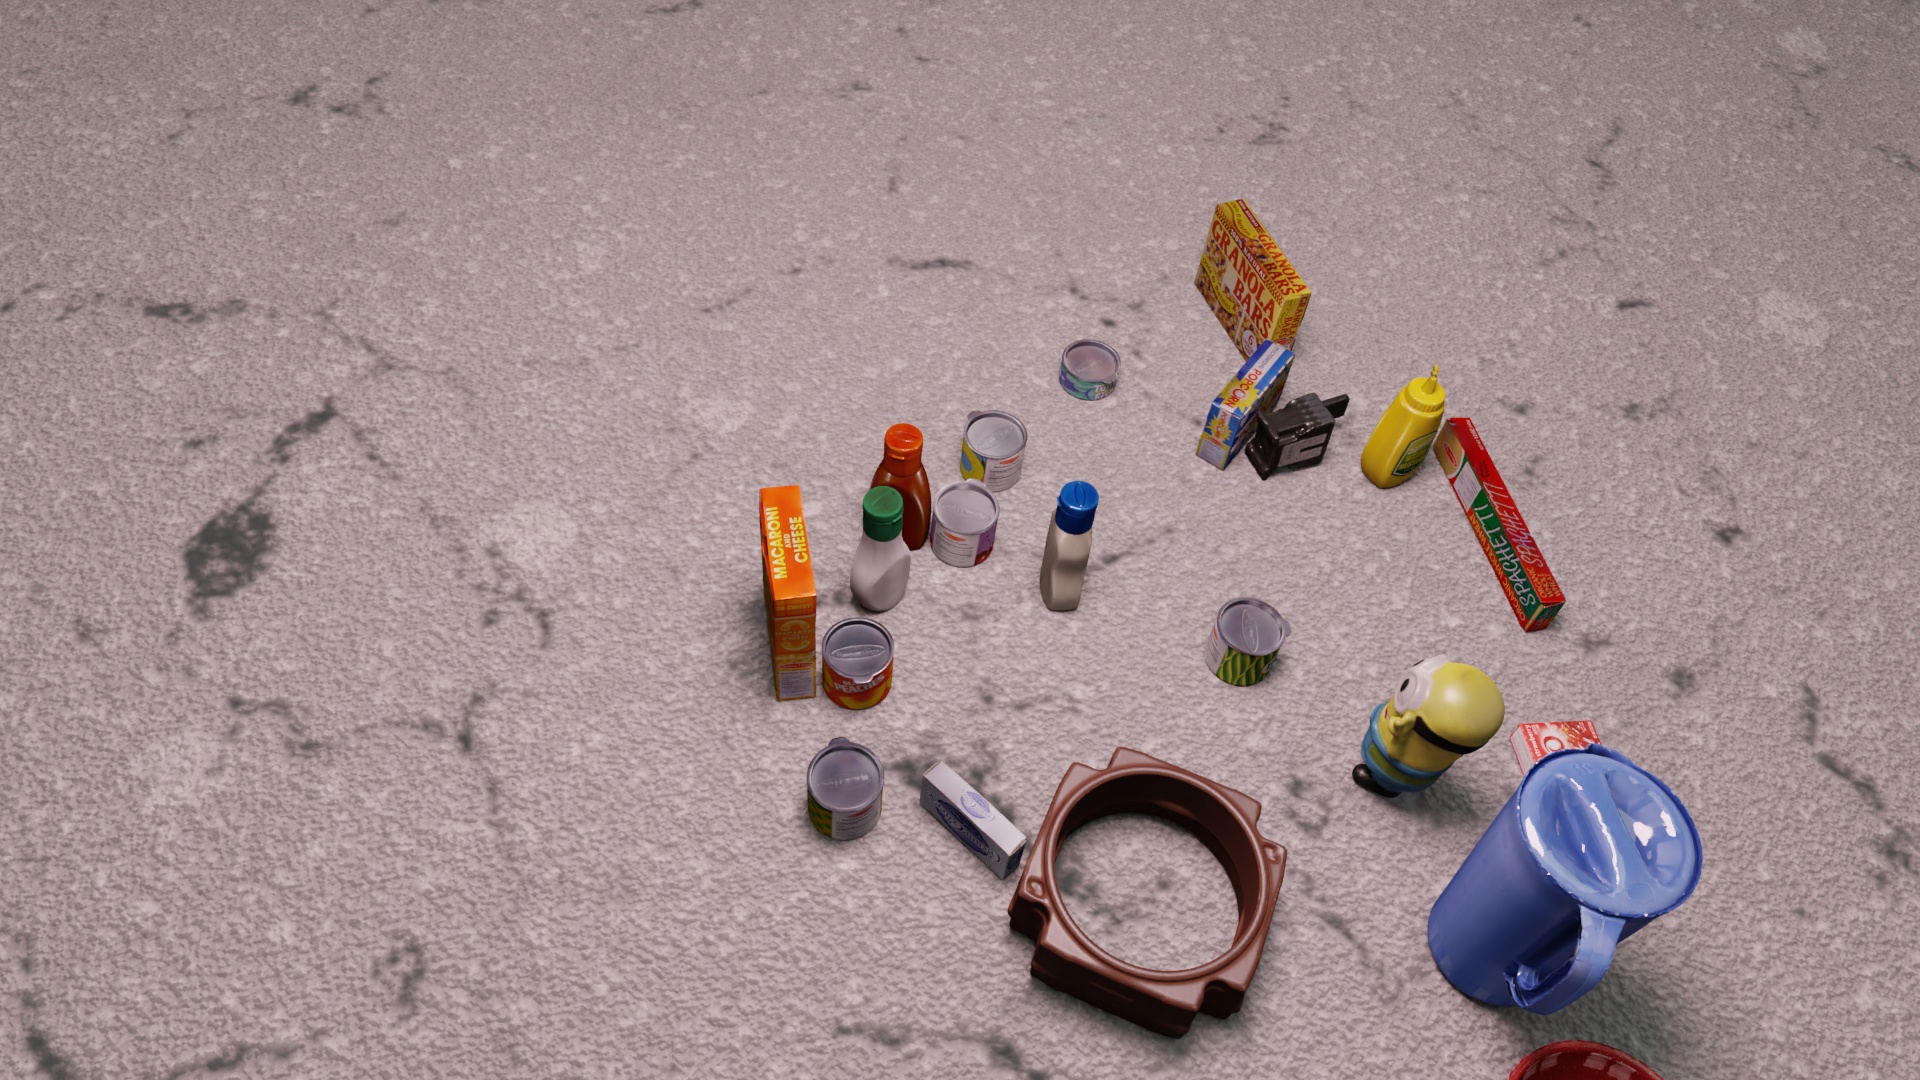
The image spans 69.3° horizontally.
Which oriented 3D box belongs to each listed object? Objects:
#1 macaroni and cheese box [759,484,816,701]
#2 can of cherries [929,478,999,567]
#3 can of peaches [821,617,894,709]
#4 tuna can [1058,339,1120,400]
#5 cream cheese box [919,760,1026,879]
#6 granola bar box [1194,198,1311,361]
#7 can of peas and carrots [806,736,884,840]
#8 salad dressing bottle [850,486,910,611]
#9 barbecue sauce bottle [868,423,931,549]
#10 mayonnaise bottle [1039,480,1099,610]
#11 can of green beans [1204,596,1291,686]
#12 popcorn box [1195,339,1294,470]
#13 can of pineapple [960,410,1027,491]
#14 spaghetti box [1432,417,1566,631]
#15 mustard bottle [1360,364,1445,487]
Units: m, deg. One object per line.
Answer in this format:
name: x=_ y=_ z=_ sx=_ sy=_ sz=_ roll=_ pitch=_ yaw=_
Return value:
macaroni and cheese box: x=-0.156 y=0.050 z=1.251 sx=0.040 sy=0.165 sz=0.124 roll=-6 pitch=54 yaw=-10
can of cherries: x=0.005 y=-0.017 z=1.386 sx=0.071 sy=0.058 sz=0.072 roll=3 pitch=52 yaw=-4
can of peaches: x=-0.094 y=0.115 z=1.274 sx=0.071 sy=0.057 sz=0.071 roll=3 pitch=52 yaw=-4
tuna can: x=0.145 y=-0.188 z=1.547 sx=0.071 sy=0.032 sz=0.071 roll=3 pitch=52 yaw=-4
cream cheese box: x=0.010 y=0.240 z=1.192 sx=0.104 sy=0.053 sz=0.024 roll=39 pitch=59 yaw=22
granola bar box: x=0.331 y=-0.289 z=1.586 sx=0.039 sy=0.123 sz=0.166 roll=-14 pitch=55 yaw=-15
can of peas and carrots: x=-0.100 y=0.214 z=1.197 sx=0.071 sy=0.058 sz=0.071 roll=3 pitch=52 yaw=-4
salad dressing bottle: x=-0.074 y=0.008 z=1.302 sx=0.044 sy=0.146 sz=0.064 roll=38 pitch=58 yaw=21
barbecue sauce bottle: x=-0.058 y=-0.052 z=1.349 sx=0.065 sy=0.147 sz=0.044 roll=15 pitch=53 yaw=6
mayonnaise bottle: x=0.104 y=0.003 z=1.324 sx=0.041 sy=0.147 sz=0.065 roll=0 pitch=53 yaw=-6
can of green beans: x=0.271 y=0.097 z=1.325 sx=0.071 sy=0.057 sz=0.071 roll=3 pitch=52 yaw=-4
popcorn box: x=0.308 y=-0.147 z=1.499 sx=0.038 sy=0.084 sz=0.127 roll=32 pitch=56 yaw=18
can of pineapple: x=0.033 y=-0.094 z=1.448 sx=0.071 sy=0.057 sz=0.071 roll=3 pitch=52 yaw=-4
spaghetti box: x=0.558 y=-0.021 z=1.449 sx=0.029 sy=0.050 sz=0.251 roll=-5 pitch=53 yaw=-10
mustard bottle: x=0.469 y=-0.122 z=1.448 sx=0.065 sy=0.159 sz=0.049 roll=-23 pitch=58 yaw=-21
